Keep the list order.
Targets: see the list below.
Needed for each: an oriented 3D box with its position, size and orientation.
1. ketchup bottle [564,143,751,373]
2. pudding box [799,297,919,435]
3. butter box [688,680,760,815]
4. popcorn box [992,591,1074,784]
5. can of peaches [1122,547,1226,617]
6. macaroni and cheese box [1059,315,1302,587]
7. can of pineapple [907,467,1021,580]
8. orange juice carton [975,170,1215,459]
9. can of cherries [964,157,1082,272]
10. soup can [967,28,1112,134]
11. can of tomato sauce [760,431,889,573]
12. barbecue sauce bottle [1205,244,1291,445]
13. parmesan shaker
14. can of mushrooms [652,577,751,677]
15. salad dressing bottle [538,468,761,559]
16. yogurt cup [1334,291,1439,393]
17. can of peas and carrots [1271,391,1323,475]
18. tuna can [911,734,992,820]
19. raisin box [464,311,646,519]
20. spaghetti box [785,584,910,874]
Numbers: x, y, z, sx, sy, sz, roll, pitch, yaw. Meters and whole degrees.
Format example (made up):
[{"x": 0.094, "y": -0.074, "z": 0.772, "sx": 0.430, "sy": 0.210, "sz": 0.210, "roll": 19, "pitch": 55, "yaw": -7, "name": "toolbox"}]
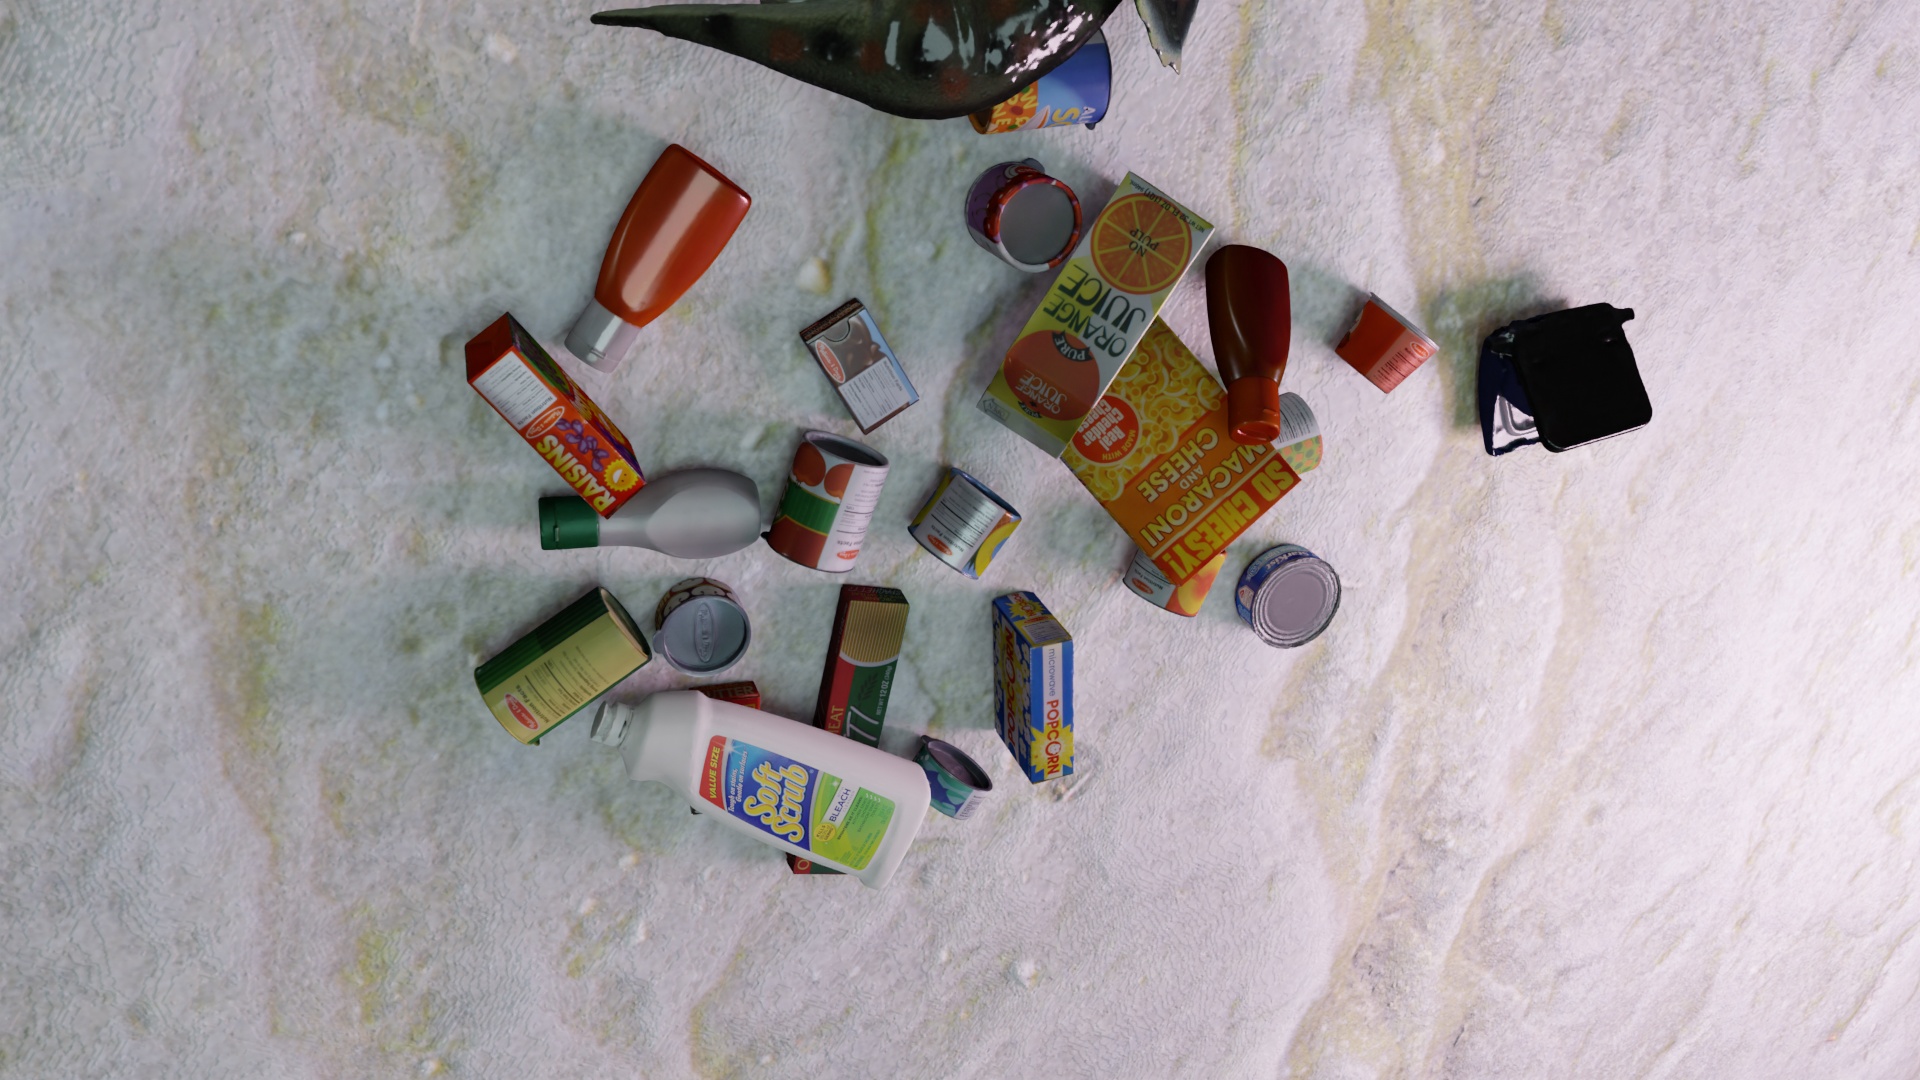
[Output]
[{"x": -0.200, "y": -0.177, "z": 0.895, "sx": 0.064, "sy": 0.044, "sz": 0.148, "roll": 32, "pitch": 99, "yaw": -28, "name": "ketchup bottle"}, {"x": -0.070, "y": -0.122, "z": 0.976, "sx": 0.050, "sy": 0.030, "sz": 0.083, "roll": -34, "pitch": 120, "yaw": -2, "name": "pudding box"}, {"x": -0.181, "y": 0.159, "z": 1.064, "sx": 0.053, "sy": 0.024, "sz": 0.103, "roll": -4, "pitch": 114, "yaw": -18, "name": "butter box"}, {"x": 0.057, "y": 0.115, "z": 1.098, "sx": 0.038, "sy": 0.085, "sz": 0.126, "roll": -10, "pitch": 116, "yaw": -17, "name": "popcorn box"}, {"x": 0.172, "y": 0.021, "z": 1.111, "sx": 0.071, "sy": 0.071, "sz": 0.058, "roll": 17, "pitch": 106, "yaw": -26, "name": "can of peaches"}, {"x": 0.151, "y": -0.067, "z": 1.035, "sx": 0.124, "sy": 0.040, "sz": 0.166, "roll": -41, "pitch": 91, "yaw": 1, "name": "macaroni and cheese box"}, {"x": 0.004, "y": -0.013, "z": 1.034, "sx": 0.071, "sy": 0.071, "sz": 0.058, "roll": 32, "pitch": 99, "yaw": -29, "name": "can of pineapple"}, {"x": 0.093, "y": -0.155, "z": 0.976, "sx": 0.072, "sy": 0.073, "sz": 0.192, "roll": 34, "pitch": 94, "yaw": 2, "name": "orange juice carton"}, {"x": 0.044, "y": -0.225, "z": 0.956, "sx": 0.071, "sy": 0.058, "sz": 0.071, "roll": -8, "pitch": 116, "yaw": -17, "name": "can of cherries"}, {"x": 0.049, "y": -0.303, "z": 0.919, "sx": 0.084, "sy": 0.071, "sz": 0.071, "roll": -11, "pitch": 116, "yaw": -15, "name": "soup can"}, {"x": -0.096, "y": -0.029, "z": 0.989, "sx": 0.071, "sy": 0.071, "sz": 0.083, "roll": 14, "pitch": 107, "yaw": -25, "name": "can of tomato sauce"}, {"x": 0.212, "y": -0.142, "z": 1.013, "sx": 0.065, "sy": 0.043, "sz": 0.149, "roll": 15, "pitch": 62, "yaw": -23, "name": "barbecue sauce bottle"}, {"x": -0.275, "y": 0.089, "z": 0.973, "sx": 0.103, "sy": 0.071, "sz": 0.071, "roll": -35, "pitch": 120, "yaw": -4, "name": "parmesan shaker"}, {"x": -0.190, "y": 0.063, "z": 1.012, "sx": 0.071, "sy": 0.033, "sz": 0.070, "roll": -8, "pitch": 116, "yaw": -17, "name": "can of mushrooms"}, {"x": -0.215, "y": -0.016, "z": 0.962, "sx": 0.148, "sy": 0.044, "sz": 0.064, "roll": -4, "pitch": 116, "yaw": -18, "name": "salad dressing bottle"}, {"x": 0.334, "y": -0.153, "z": 1.095, "sx": 0.072, "sy": 0.073, "sz": 0.053, "roll": 30, "pitch": 109, "yaw": -29, "name": "yogurt cup"}, {"x": 0.243, "y": -0.076, "z": 1.095, "sx": 0.059, "sy": 0.071, "sz": 0.070, "roll": -20, "pitch": 118, "yaw": -12, "name": "can of peas and carrots"}, {"x": -0.012, "y": 0.191, "z": 1.119, "sx": 0.071, "sy": 0.071, "sz": 0.032, "roll": 30, "pitch": 101, "yaw": -29, "name": "tuna can"}, {"x": -0.260, "y": -0.080, "z": 0.891, "sx": 0.040, "sy": 0.086, "sz": 0.123, "roll": -40, "pitch": 120, "yaw": -1, "name": "raisin box"}, {"x": -0.091, "y": 0.154, "z": 1.093, "sx": 0.050, "sy": 0.029, "sz": 0.249, "roll": 6, "pitch": 110, "yaw": -21, "name": "spaghetti box"}]
